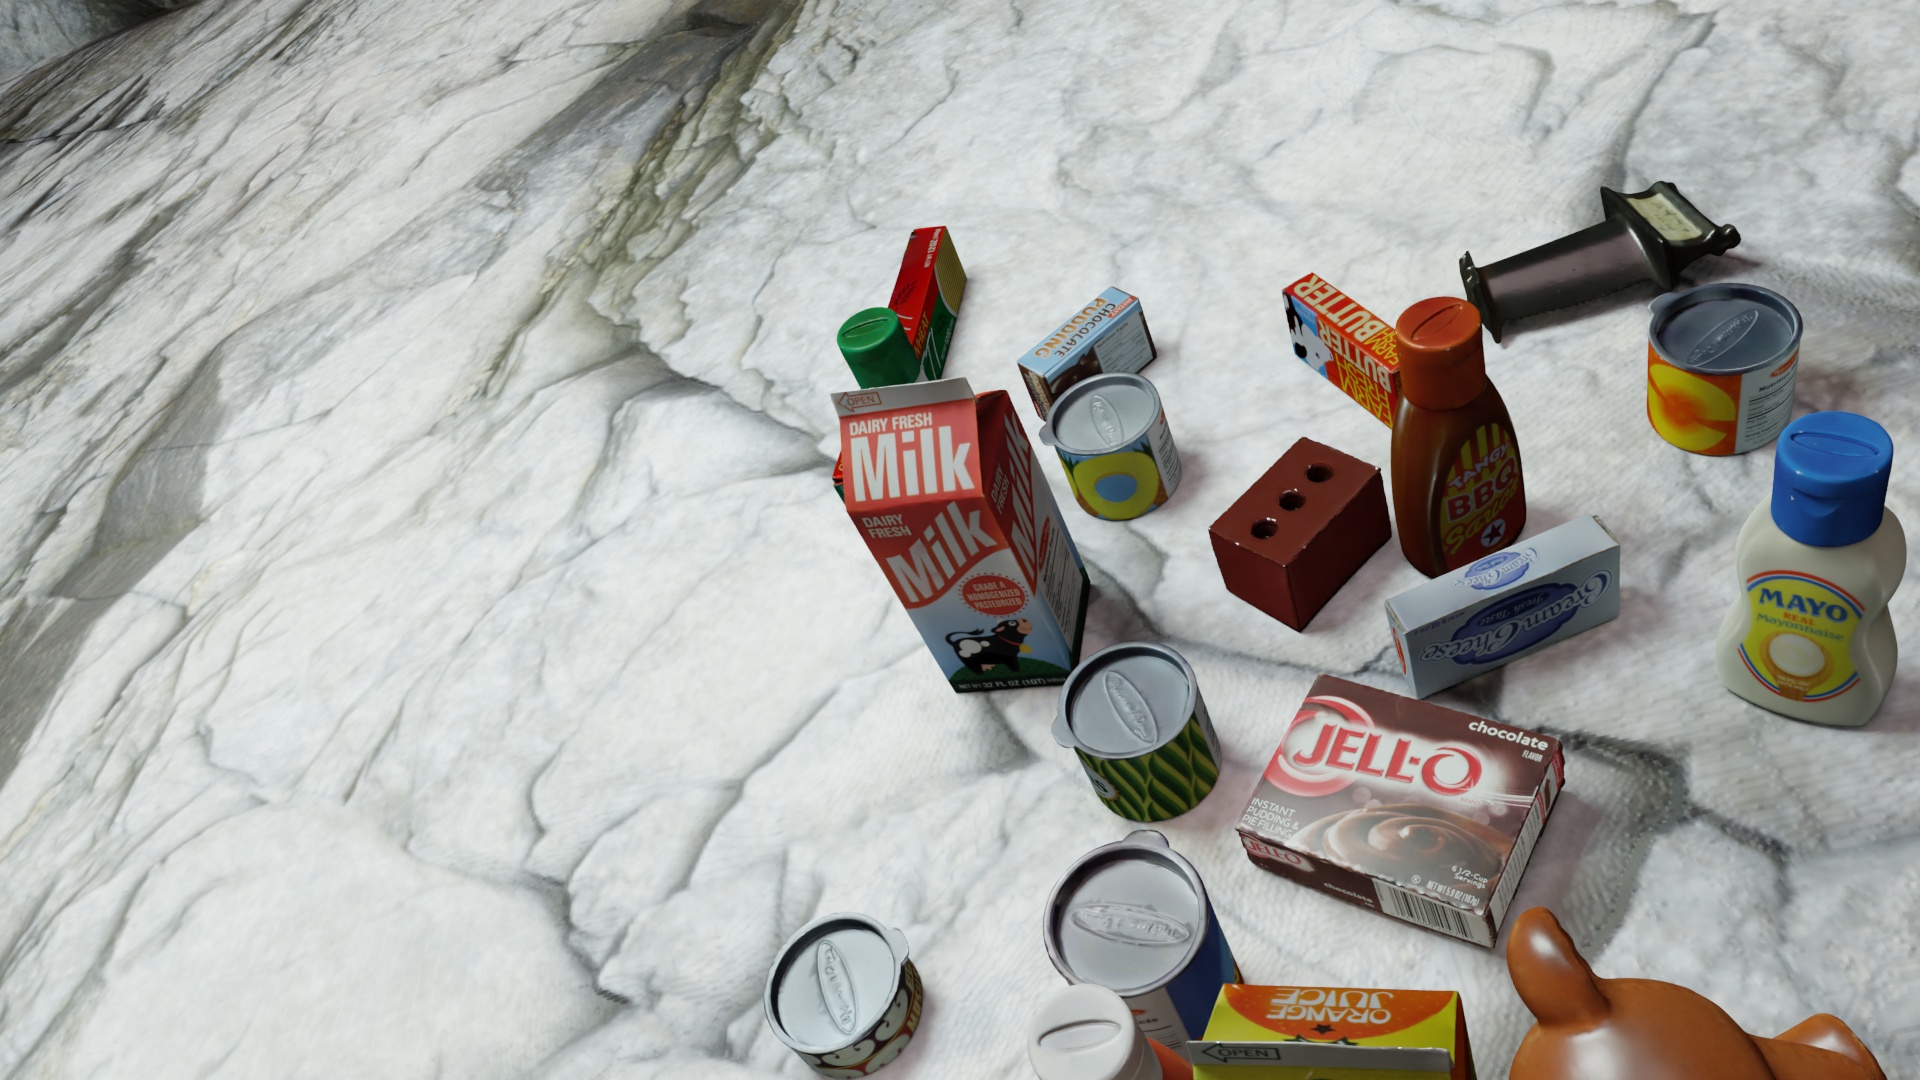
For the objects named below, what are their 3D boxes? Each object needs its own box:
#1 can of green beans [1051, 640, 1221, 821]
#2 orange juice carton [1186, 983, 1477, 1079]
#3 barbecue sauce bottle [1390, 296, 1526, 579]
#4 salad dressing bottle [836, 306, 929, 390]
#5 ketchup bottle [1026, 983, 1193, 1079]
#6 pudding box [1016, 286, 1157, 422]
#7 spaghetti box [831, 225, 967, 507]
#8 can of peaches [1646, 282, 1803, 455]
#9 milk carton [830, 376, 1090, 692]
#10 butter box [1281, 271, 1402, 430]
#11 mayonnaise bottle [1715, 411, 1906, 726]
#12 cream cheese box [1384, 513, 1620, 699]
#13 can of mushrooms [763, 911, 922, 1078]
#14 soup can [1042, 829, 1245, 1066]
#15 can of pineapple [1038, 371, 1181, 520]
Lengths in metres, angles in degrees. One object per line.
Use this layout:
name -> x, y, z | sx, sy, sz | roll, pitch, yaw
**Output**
can of green beans -> 0.086, 0.091, 0.658 | 0.071, 0.057, 0.071 | -13, 44, 14
orange juice carton -> 0.126, 0.197, 0.437 | 0.072, 0.191, 0.073 | -5, 47, 22
barbecue sauce bottle -> 0.232, -0.048, 0.655 | 0.065, 0.148, 0.044 | -35, 43, -8
salad dressing bottle -> -0.027, -0.067, 0.798 | 0.064, 0.147, 0.044 | -15, 44, 12
ketchup bottle -> 0.063, 0.206, 0.491 | 0.064, 0.148, 0.044 | -15, 44, 12
pudding box -> 0.079, -0.113, 0.863 | 0.084, 0.049, 0.030 | -40, 45, -14
spaghetti box -> -0.036, -0.113, 0.918 | 0.028, 0.050, 0.251 | -6, 47, 21
can of peaches -> 0.375, -0.086, 0.689 | 0.071, 0.057, 0.071 | -13, 44, 14
milk carton -> 0.002, -0.009, 0.696 | 0.072, 0.189, 0.074 | -6, 47, 21
butter box -> 0.224, -0.106, 0.785 | 0.024, 0.053, 0.104 | -31, 43, -5
mayonnaise bottle -> 0.336, 0.014, 0.546 | 0.065, 0.147, 0.041 | 18, 59, 37
cream cheese box -> 0.250, 0.031, 0.640 | 0.104, 0.053, 0.024 | -24, 43, 3
can of mushrooms -> -0.050, 0.205, 0.630 | 0.071, 0.033, 0.071 | -13, 44, 14
soup can -> 0.078, 0.170, 0.566 | 0.071, 0.083, 0.072 | -14, 44, 14
can of pineapple -> 0.087, -0.054, 0.796 | 0.071, 0.057, 0.071 | -13, 44, 14
